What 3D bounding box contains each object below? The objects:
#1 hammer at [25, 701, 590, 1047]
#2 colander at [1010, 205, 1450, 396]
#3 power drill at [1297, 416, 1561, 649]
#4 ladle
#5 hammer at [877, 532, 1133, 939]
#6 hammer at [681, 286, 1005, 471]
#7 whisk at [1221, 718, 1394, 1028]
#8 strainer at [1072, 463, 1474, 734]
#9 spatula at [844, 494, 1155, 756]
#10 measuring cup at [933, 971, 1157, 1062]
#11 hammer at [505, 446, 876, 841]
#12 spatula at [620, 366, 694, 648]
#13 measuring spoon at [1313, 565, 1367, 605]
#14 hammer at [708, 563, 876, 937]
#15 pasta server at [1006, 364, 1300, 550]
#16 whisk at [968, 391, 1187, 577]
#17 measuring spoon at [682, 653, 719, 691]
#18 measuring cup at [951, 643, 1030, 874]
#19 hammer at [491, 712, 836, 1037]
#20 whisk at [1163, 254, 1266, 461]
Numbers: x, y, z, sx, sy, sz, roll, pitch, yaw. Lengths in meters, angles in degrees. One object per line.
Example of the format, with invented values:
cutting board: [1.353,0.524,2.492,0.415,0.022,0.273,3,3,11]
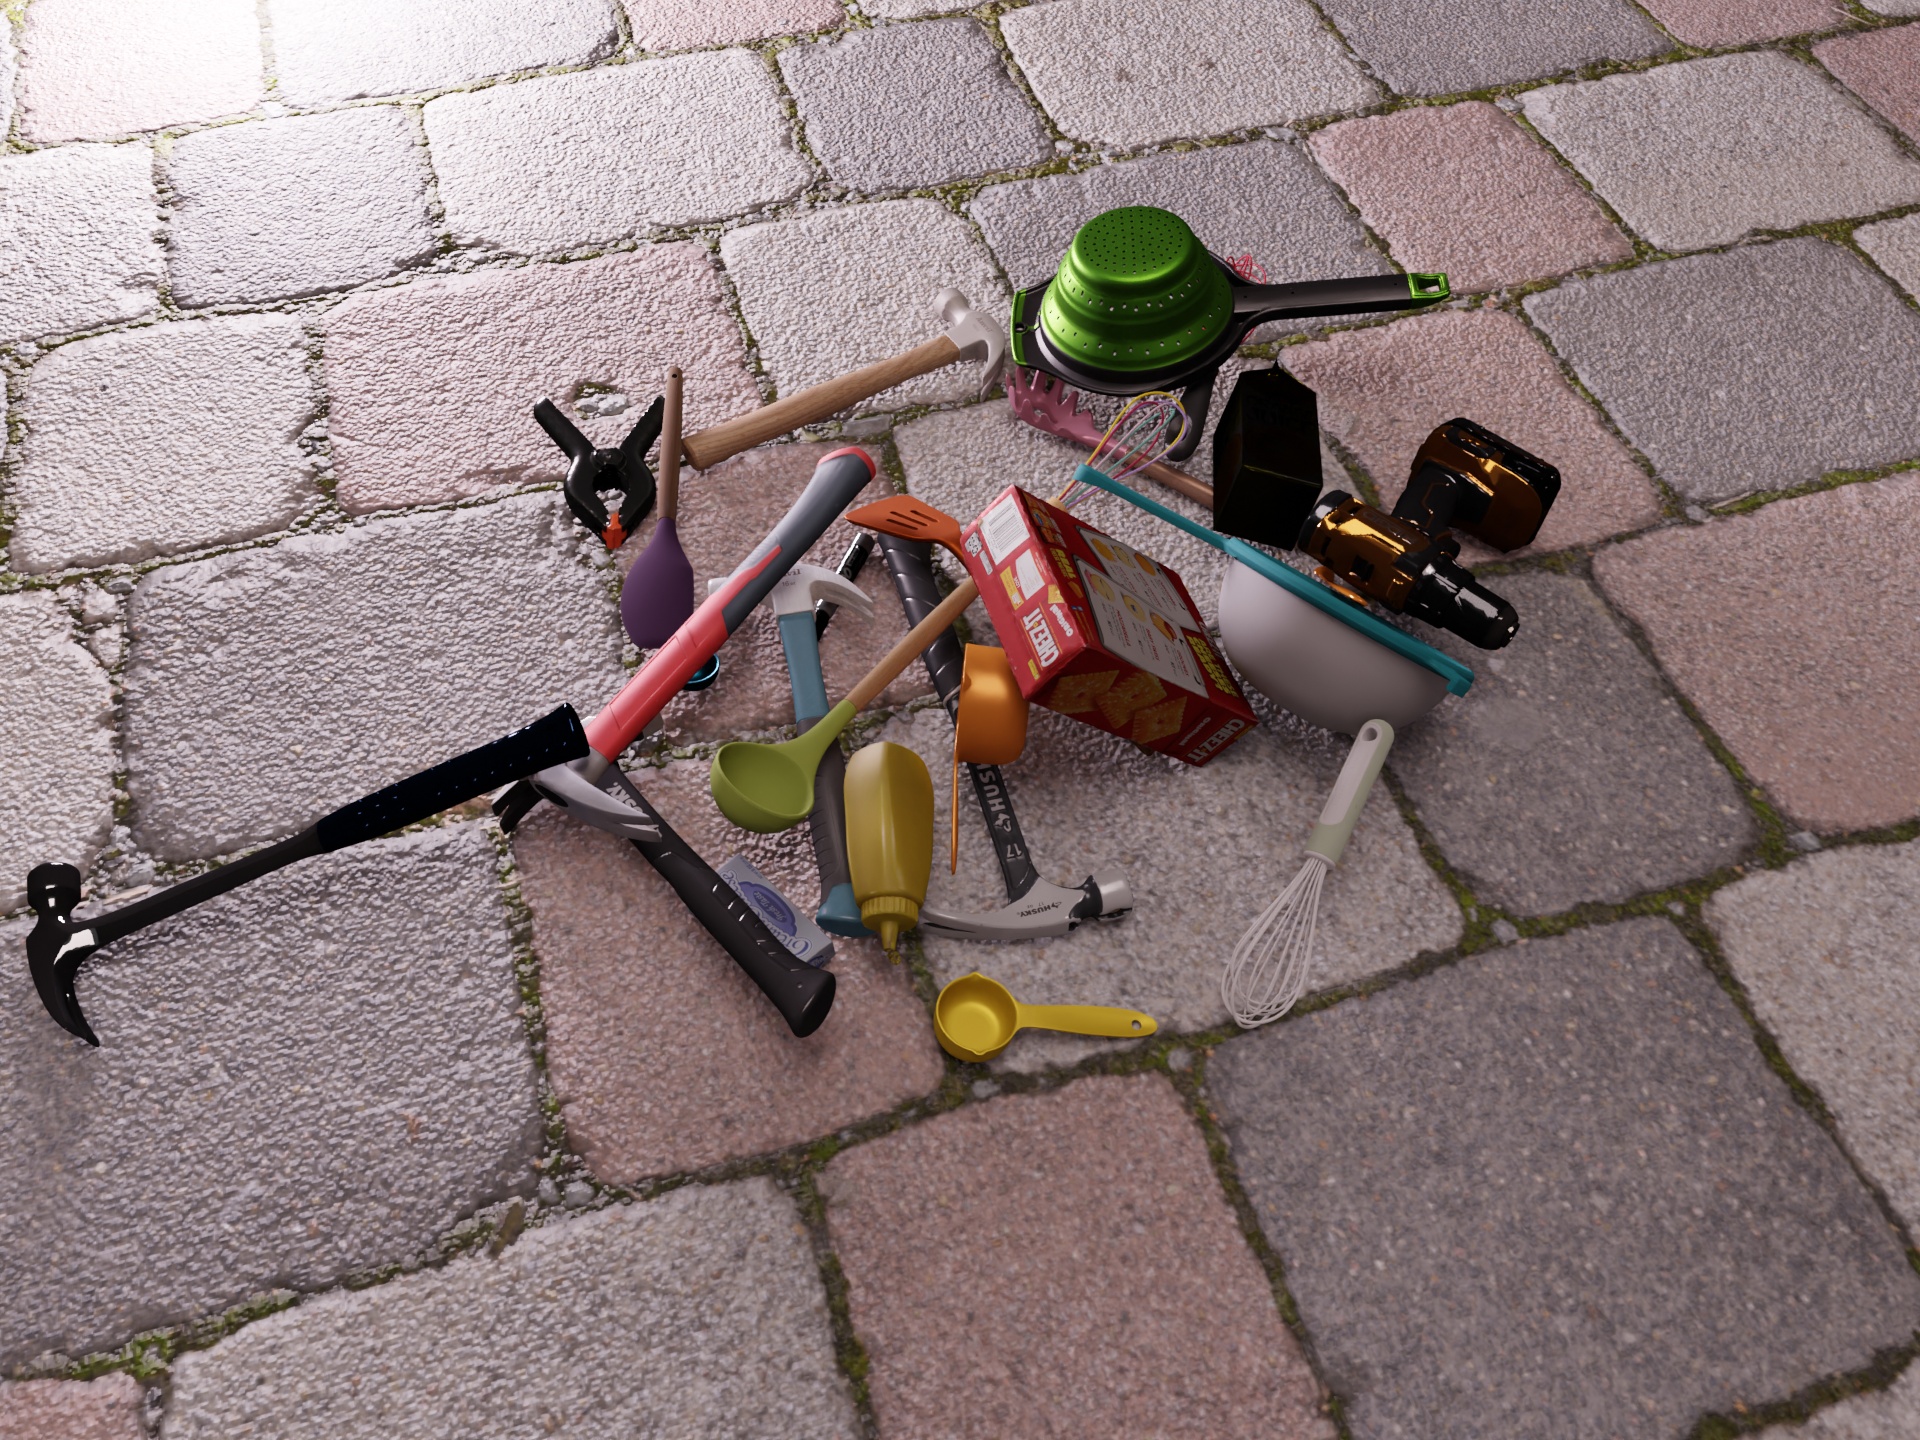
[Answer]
hammer: [-0.451,0.090,1.104,0.405,0.035,0.144,-23,57,-2]
colander: [0.238,-0.400,1.427,0.397,0.094,0.205,-3,54,7]
power drill: [0.411,-0.152,1.313,0.185,0.084,0.226,37,49,24]
ladle: [-0.063,-0.033,1.186,0.078,0.062,0.320,40,64,9]
hammer: [-0.002,-0.004,1.241,0.149,0.036,0.409,-13,53,-10]
hammer: [-0.103,-0.303,1.469,0.331,0.031,0.130,-27,57,-20]
whisk: [0.248,0.104,1.115,0.058,0.059,0.246,12,67,46]
strainer: [0.221,-0.081,1.224,0.340,0.095,0.211,30,12,7]
spatula: [0.039,-0.083,1.284,0.323,0.041,0.081,46,43,15]
measuring cup: [0.057,0.209,1.089,0.156,0.029,0.062,6,52,-12]
hammer: [-0.173,-0.074,1.217,0.143,0.038,0.386,24,59,25]
spatula: [-0.252,-0.188,1.359,0.059,0.018,0.316,-1,56,-4]
measuring spoon: [0.313,-0.111,1.302,0.021,0.011,0.117,27,13,-11]
hammer: [-0.110,0.014,1.209,0.128,0.033,0.331,-10,58,-5]
pasta server: [0.173,-0.231,1.417,0.316,0.040,0.060,31,46,19]
whisk: [0.098,-0.199,1.362,0.245,0.047,0.051,-41,31,-11]
measuring spoon: [-0.202,-0.065,1.297,0.042,0.021,0.129,7,43,11]
measuring cup: [0.022,0.029,1.154,0.052,0.095,0.174,4,71,-2]
hammer: [-0.200,0.107,1.120,0.146,0.035,0.335,-33,51,-22]
whisk: [0.232,-0.338,1.476,0.073,0.073,0.296,15,52,10]
